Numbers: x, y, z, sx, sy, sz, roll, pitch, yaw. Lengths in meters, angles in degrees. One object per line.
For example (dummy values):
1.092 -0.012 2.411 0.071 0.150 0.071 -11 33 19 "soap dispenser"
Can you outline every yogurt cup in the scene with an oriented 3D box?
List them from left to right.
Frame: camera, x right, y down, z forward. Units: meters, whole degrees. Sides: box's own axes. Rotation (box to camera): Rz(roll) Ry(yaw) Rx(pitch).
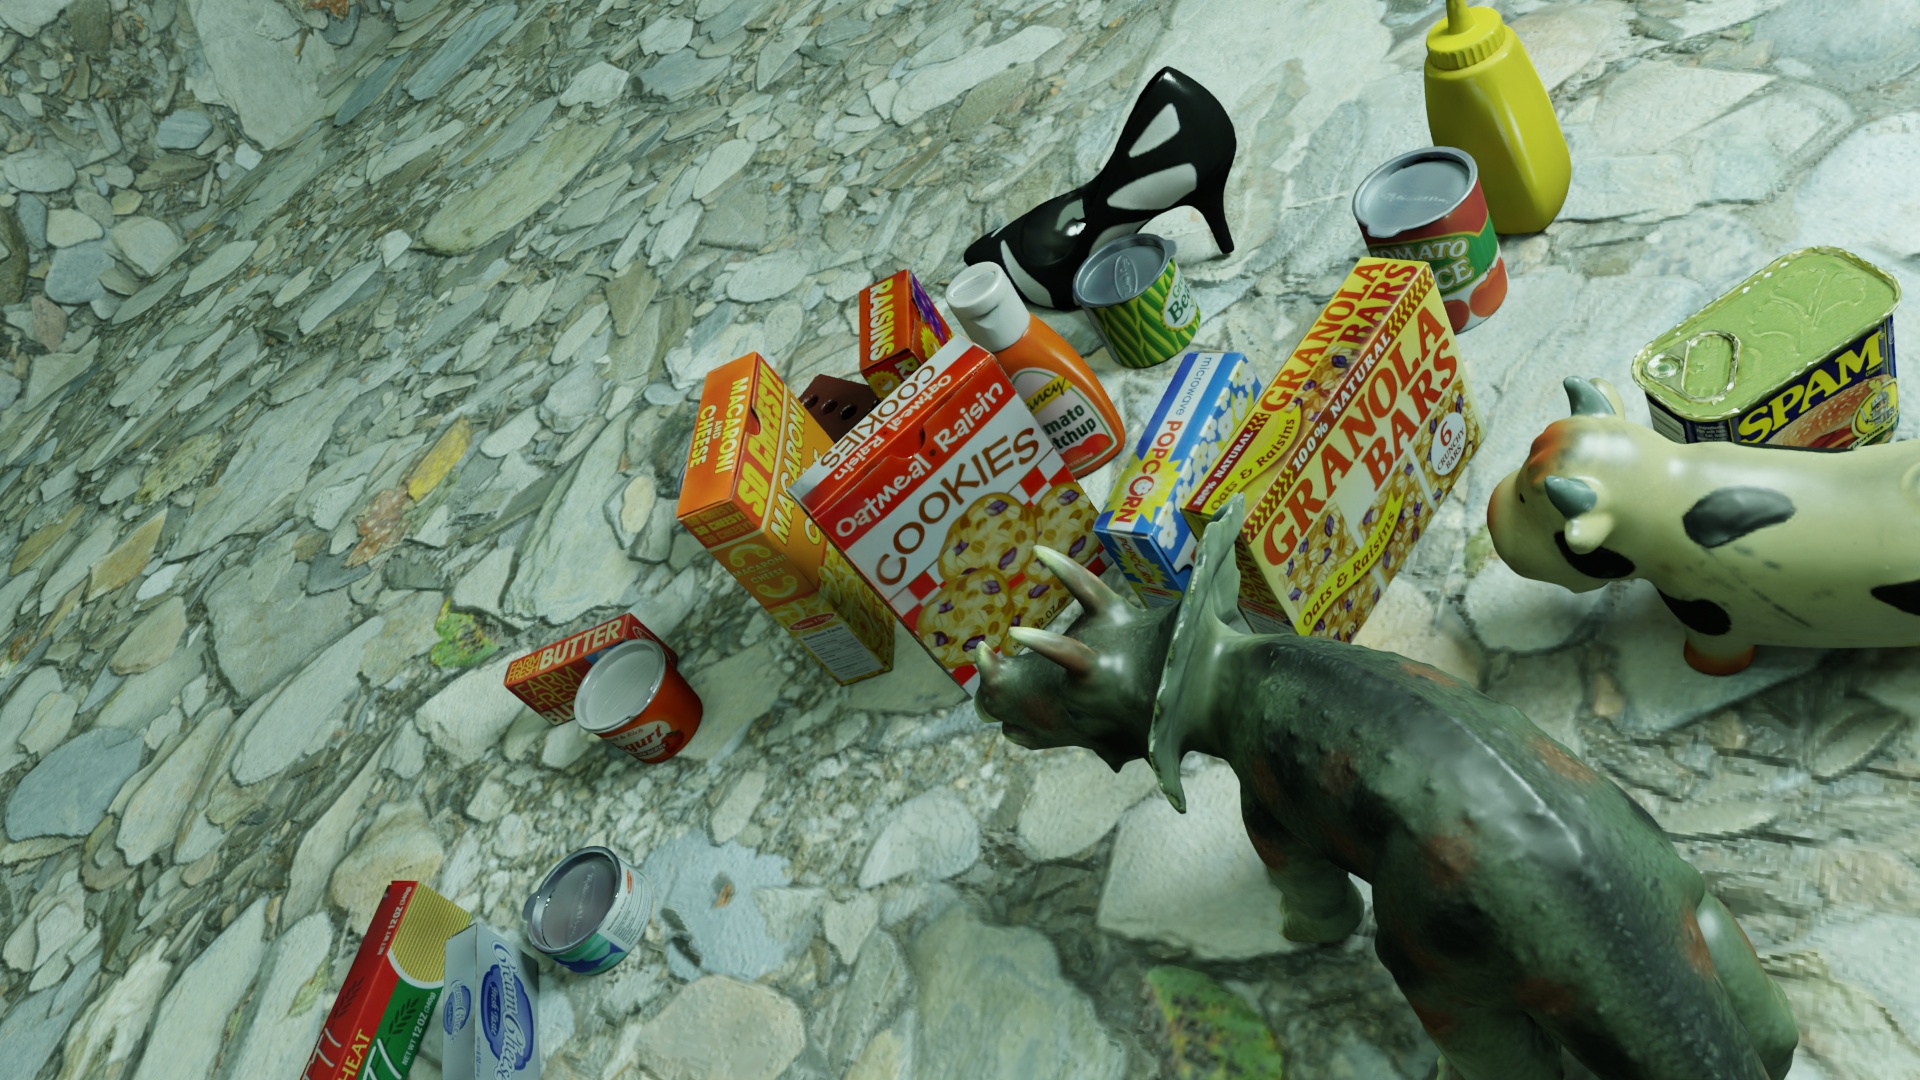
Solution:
-0.200 0.104 0.876 0.072 0.053 0.073 -20 43 20 "yogurt cup"

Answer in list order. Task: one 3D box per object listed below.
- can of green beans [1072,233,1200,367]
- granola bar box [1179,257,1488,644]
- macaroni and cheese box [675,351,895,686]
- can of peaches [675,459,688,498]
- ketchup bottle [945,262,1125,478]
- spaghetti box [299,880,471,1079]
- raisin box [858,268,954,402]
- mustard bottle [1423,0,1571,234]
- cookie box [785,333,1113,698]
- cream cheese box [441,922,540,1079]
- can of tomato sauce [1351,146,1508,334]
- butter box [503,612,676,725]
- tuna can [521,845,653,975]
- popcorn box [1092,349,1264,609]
0.114 -0.153 0.889 0.071 0.057 0.071 -20 43 20 "can of green beans"
0.185 -0.035 0.673 0.039 0.124 0.166 20 66 46 "granola bar box"
-0.094 -0.012 0.821 0.040 0.166 0.124 -20 43 21 "macaroni and cheese box"
-0.155 -0.032 0.970 0.071 0.058 0.071 -20 43 20 "can of peaches"
0.041 -0.099 0.819 0.064 0.148 0.044 -26 41 14 "ketchup bottle"
-0.348 0.317 0.783 0.028 0.050 0.251 -12 46 28 "spaghetti box"
-0.018 -0.099 0.882 0.040 0.123 0.086 -22 42 18 "raisin box"
0.290 -0.241 0.765 0.065 0.159 0.049 21 67 46 "mustard bottle"
0.003 -0.009 0.747 0.123 0.167 0.040 -43 40 -7 "cookie box"
-0.257 0.266 0.762 0.024 0.053 0.104 -32 40 7 "cream cheese box"
0.262 -0.163 0.771 0.071 0.083 0.071 -20 43 20 "can of tomato sauce"
-0.247 0.087 0.927 0.103 0.053 0.024 -21 42 18 "butter box"
-0.214 0.213 0.798 0.071 0.032 0.071 -20 43 20 "tuna can"
0.127 -0.027 0.738 0.038 0.085 0.127 7 57 41 "popcorn box"
